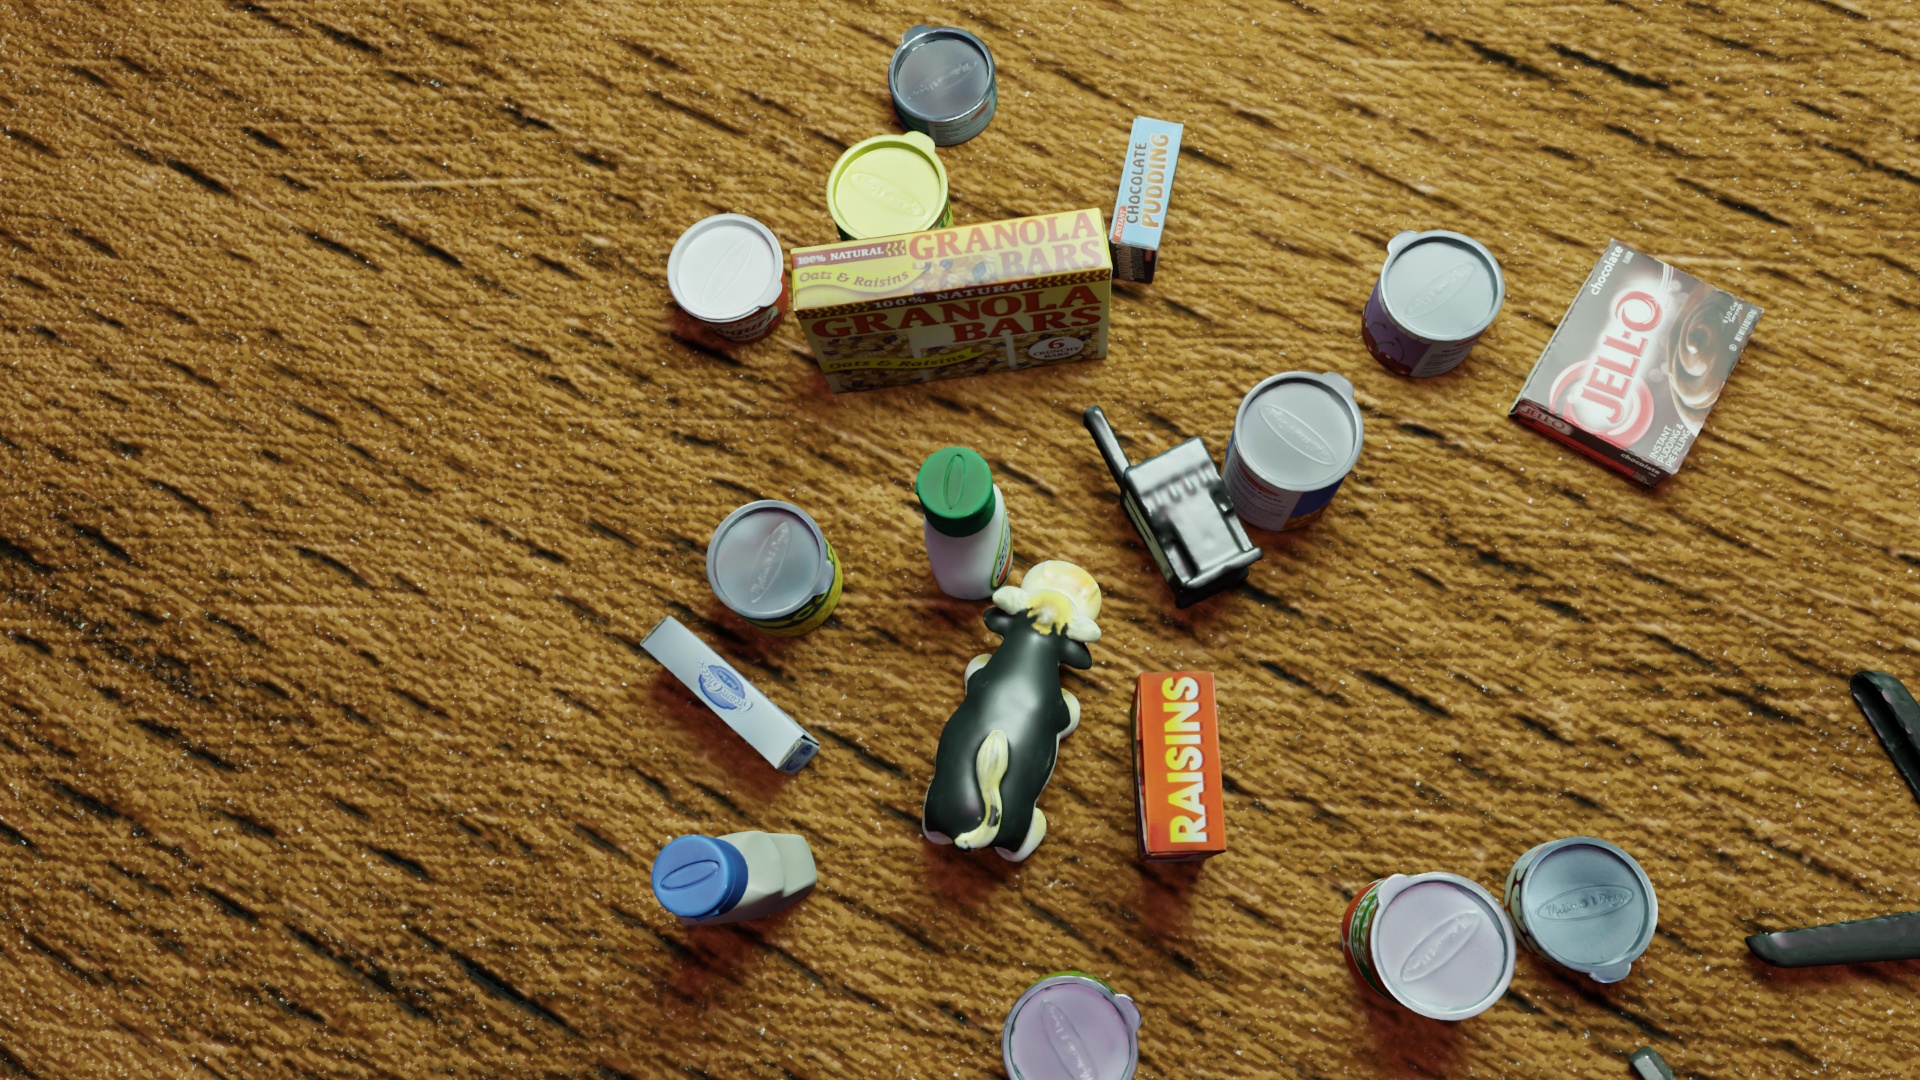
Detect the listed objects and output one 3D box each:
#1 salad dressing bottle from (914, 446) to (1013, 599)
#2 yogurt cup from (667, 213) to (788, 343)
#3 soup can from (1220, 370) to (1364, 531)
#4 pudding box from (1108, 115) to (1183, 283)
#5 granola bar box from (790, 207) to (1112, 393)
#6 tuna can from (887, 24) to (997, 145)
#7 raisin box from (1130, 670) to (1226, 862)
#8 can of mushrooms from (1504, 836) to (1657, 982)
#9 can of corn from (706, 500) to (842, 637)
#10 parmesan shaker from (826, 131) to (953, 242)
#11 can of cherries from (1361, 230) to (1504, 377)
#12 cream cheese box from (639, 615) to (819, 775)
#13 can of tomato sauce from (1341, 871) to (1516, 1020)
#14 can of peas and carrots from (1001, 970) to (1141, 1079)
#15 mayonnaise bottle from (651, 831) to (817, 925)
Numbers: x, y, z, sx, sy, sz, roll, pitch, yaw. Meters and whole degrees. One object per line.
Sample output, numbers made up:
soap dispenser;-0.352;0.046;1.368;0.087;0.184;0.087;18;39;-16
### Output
salad dressing bottle;0.003;-0.009;0.728;0.044;0.147;0.064;6;76;7
yogurt cup;-0.134;-0.152;0.826;0.072;0.054;0.072;-1;75;5
soup can;0.180;-0.048;0.757;0.071;0.083;0.071;-1;75;5
pudding box;0.108;-0.201;0.821;0.030;0.049;0.084;11;76;8
granola bar box;-0.001;-0.131;0.773;0.166;0.124;0.039;-7;75;3
tuna can;-0.012;-0.283;0.862;0.071;0.032;0.071;-1;75;4
raisin box;0.107;0.116;0.698;0.040;0.123;0.086;-2;75;5
can of mushrooms;0.315;0.188;0.708;0.071;0.033;0.071;-1;75;4
can of corn;-0.100;0.018;0.775;0.071;0.058;0.071;-1;75;5
parmesan shaker;-0.034;-0.179;0.800;0.071;0.103;0.071;-1;75;5
can of cherries;0.264;-0.135;0.786;0.071;0.058;0.071;-1;75;5
cream cheese box;-0.125;0.086;0.762;0.104;0.053;0.024;39;82;13
can of tomato sauce;0.227;0.198;0.687;0.071;0.083;0.071;-1;75;5
can of peas and carrots;0.057;0.250;0.699;0.071;0.058;0.071;-1;75;5
mayonnaise bottle;-0.114;0.167;0.690;0.065;0.147;0.041;-20;75;-1
